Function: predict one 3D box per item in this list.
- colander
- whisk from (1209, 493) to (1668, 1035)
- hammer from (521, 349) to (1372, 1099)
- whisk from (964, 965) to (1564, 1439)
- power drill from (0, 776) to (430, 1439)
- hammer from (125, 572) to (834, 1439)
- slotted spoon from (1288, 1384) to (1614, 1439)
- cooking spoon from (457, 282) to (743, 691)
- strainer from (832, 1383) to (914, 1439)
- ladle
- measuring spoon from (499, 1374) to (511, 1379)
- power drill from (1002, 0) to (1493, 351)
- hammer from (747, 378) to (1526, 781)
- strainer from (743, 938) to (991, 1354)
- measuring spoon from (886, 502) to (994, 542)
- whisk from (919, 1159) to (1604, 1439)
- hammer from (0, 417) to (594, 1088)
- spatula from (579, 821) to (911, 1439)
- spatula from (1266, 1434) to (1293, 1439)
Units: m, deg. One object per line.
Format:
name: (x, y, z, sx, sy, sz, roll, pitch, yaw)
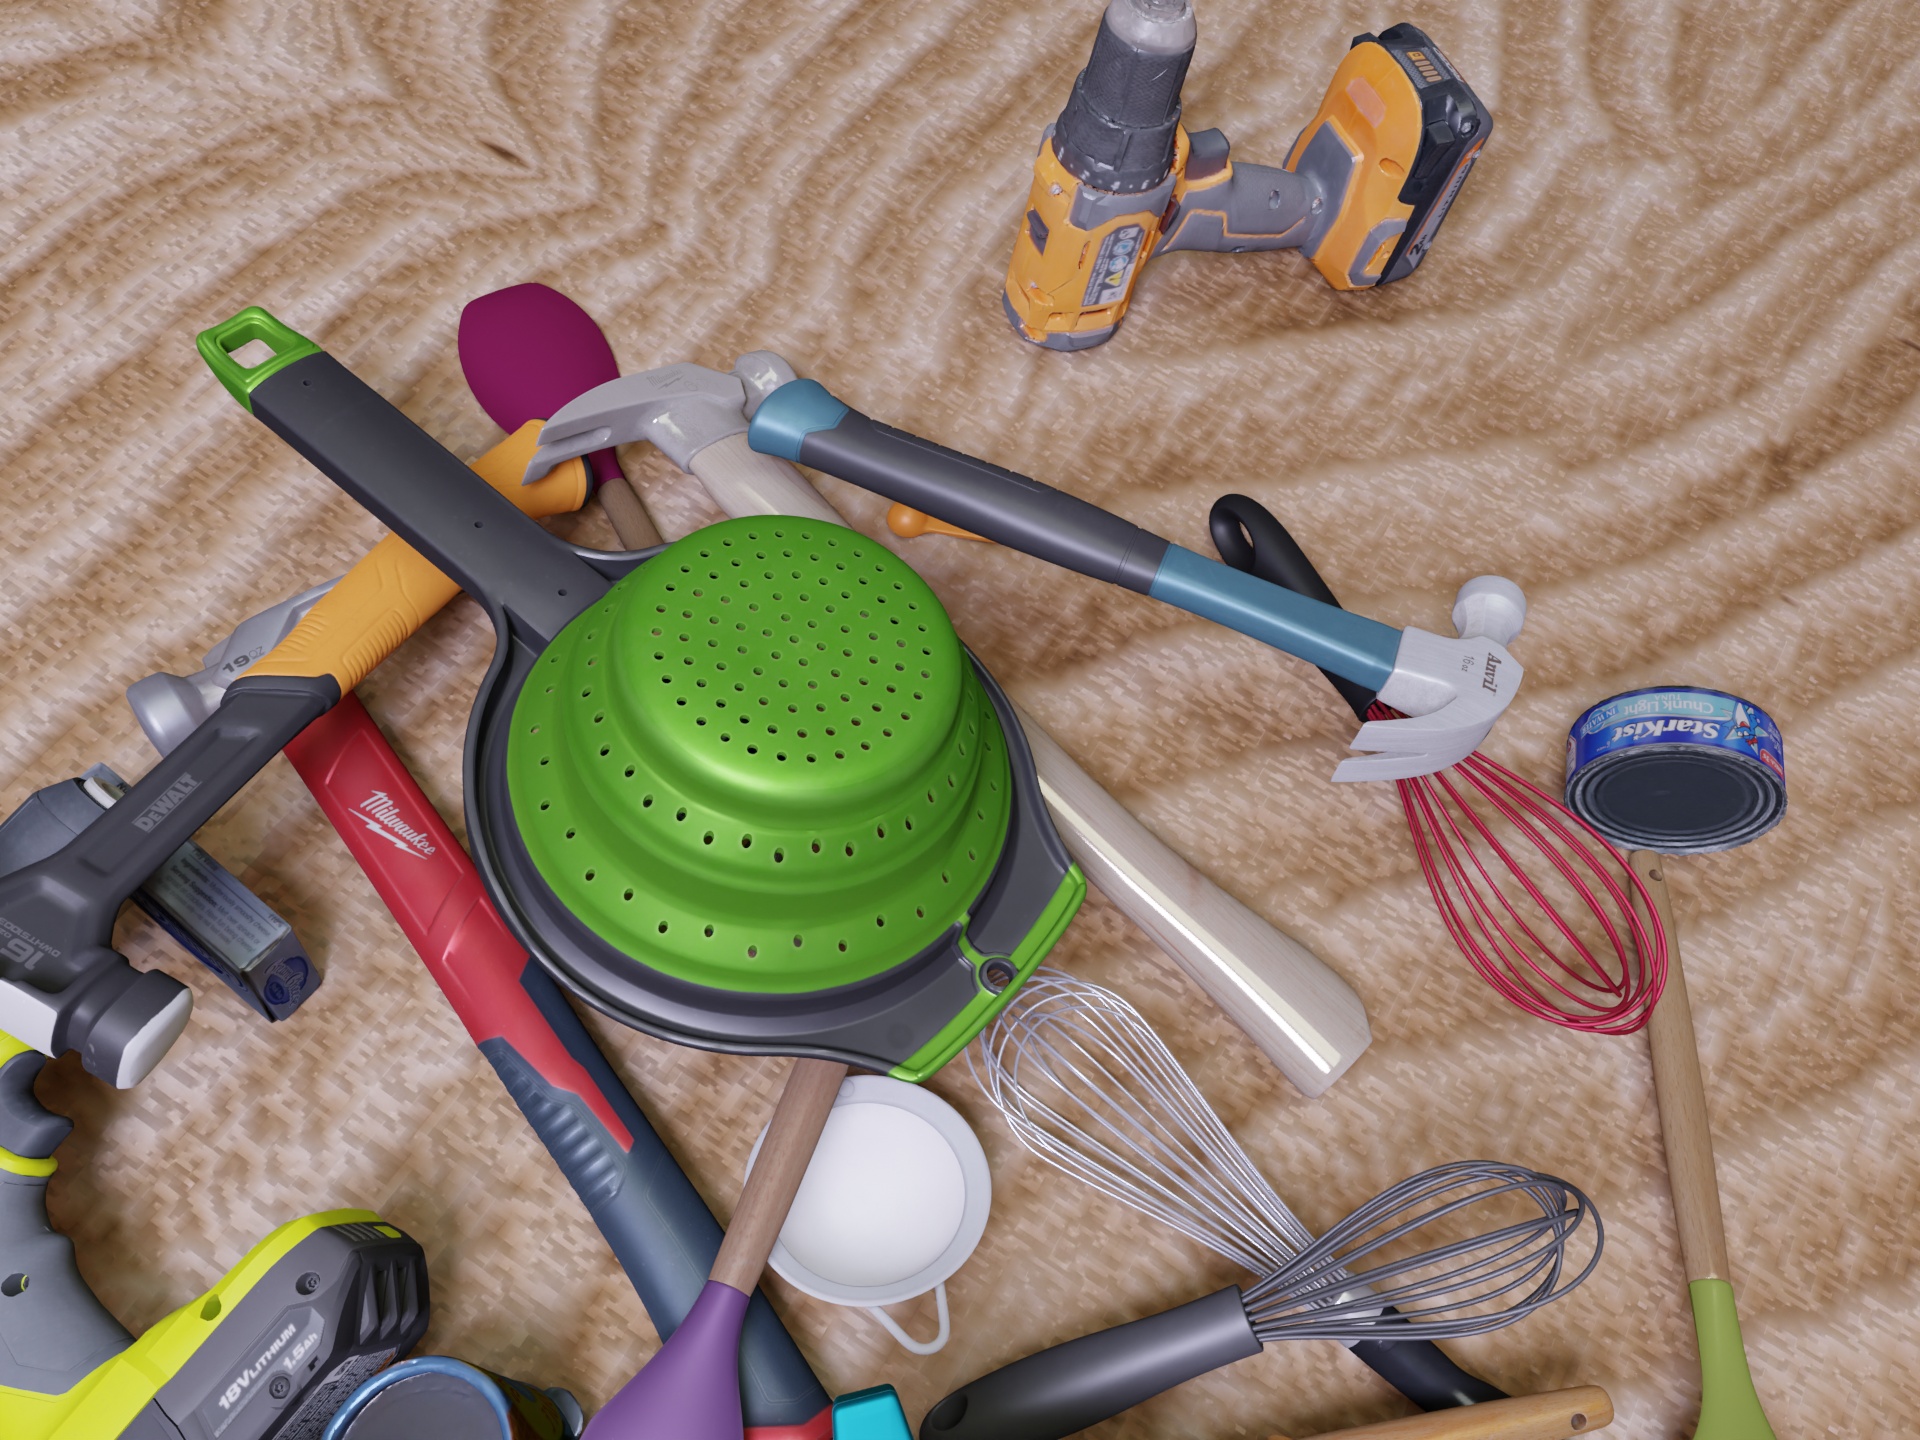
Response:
colander: (-0.124, -0.050, 0.548, 0.397, 0.094, 0.204, 38, 57, 11)
whisk: (0.192, 0.008, 0.683, 0.073, 0.073, 0.296, -22, 61, -19)
hammer: (-0.001, -0.002, 0.651, 0.411, 0.038, 0.146, 45, 41, 13)
whisk: (0.114, 0.191, 0.574, 0.285, 0.070, 0.070, 40, 63, 9)
power drill: (-0.285, 0.146, 0.507, 0.228, 0.080, 0.190, 38, 80, 13)
hammer: (-0.155, 0.097, 0.595, 0.143, 0.038, 0.386, -32, 70, -24)
slotted spoon: (0.066, 0.253, 0.520, 0.313, 0.031, 0.070, -8, 95, -7)
cooking spoon: (-0.144, -0.085, 0.708, 0.069, 0.017, 0.319, -25, 67, -19)
strainer: (-0.040, 0.361, 0.442, 0.211, 0.095, 0.340, 34, 84, -3)
ladle: (0.276, 0.193, 0.608, 0.078, 0.062, 0.320, 11, 53, -3)
measuring spoon: (-0.121, 0.270, 0.519, 0.042, 0.021, 0.129, -36, 62, -12)
power drill: (0.139, -0.274, 0.761, 0.226, 0.185, 0.084, -16, 63, -19)
hammer: (0.070, -0.069, 0.659, 0.331, 0.033, 0.128, 22, 46, 6)
strainer: (-0.057, 0.116, 0.598, 0.087, 0.050, 0.259, -14, 58, -18)
measuring spoon: (0.024, -0.092, 0.740, 0.117, 0.011, 0.021, 3, 61, -6)
whisk: (0.096, 0.202, 0.528, 0.239, 0.055, 0.055, -24, 64, 8)
hammer: (-0.239, -0.026, 0.578, 0.127, 0.034, 0.337, 32, 42, -2)
spatula: (-0.065, 0.166, 0.533, 0.060, 0.018, 0.316, 22, 62, 1)
spatula: (0.073, 0.380, 0.468, 0.081, 0.041, 0.323, 26, 58, -11)
